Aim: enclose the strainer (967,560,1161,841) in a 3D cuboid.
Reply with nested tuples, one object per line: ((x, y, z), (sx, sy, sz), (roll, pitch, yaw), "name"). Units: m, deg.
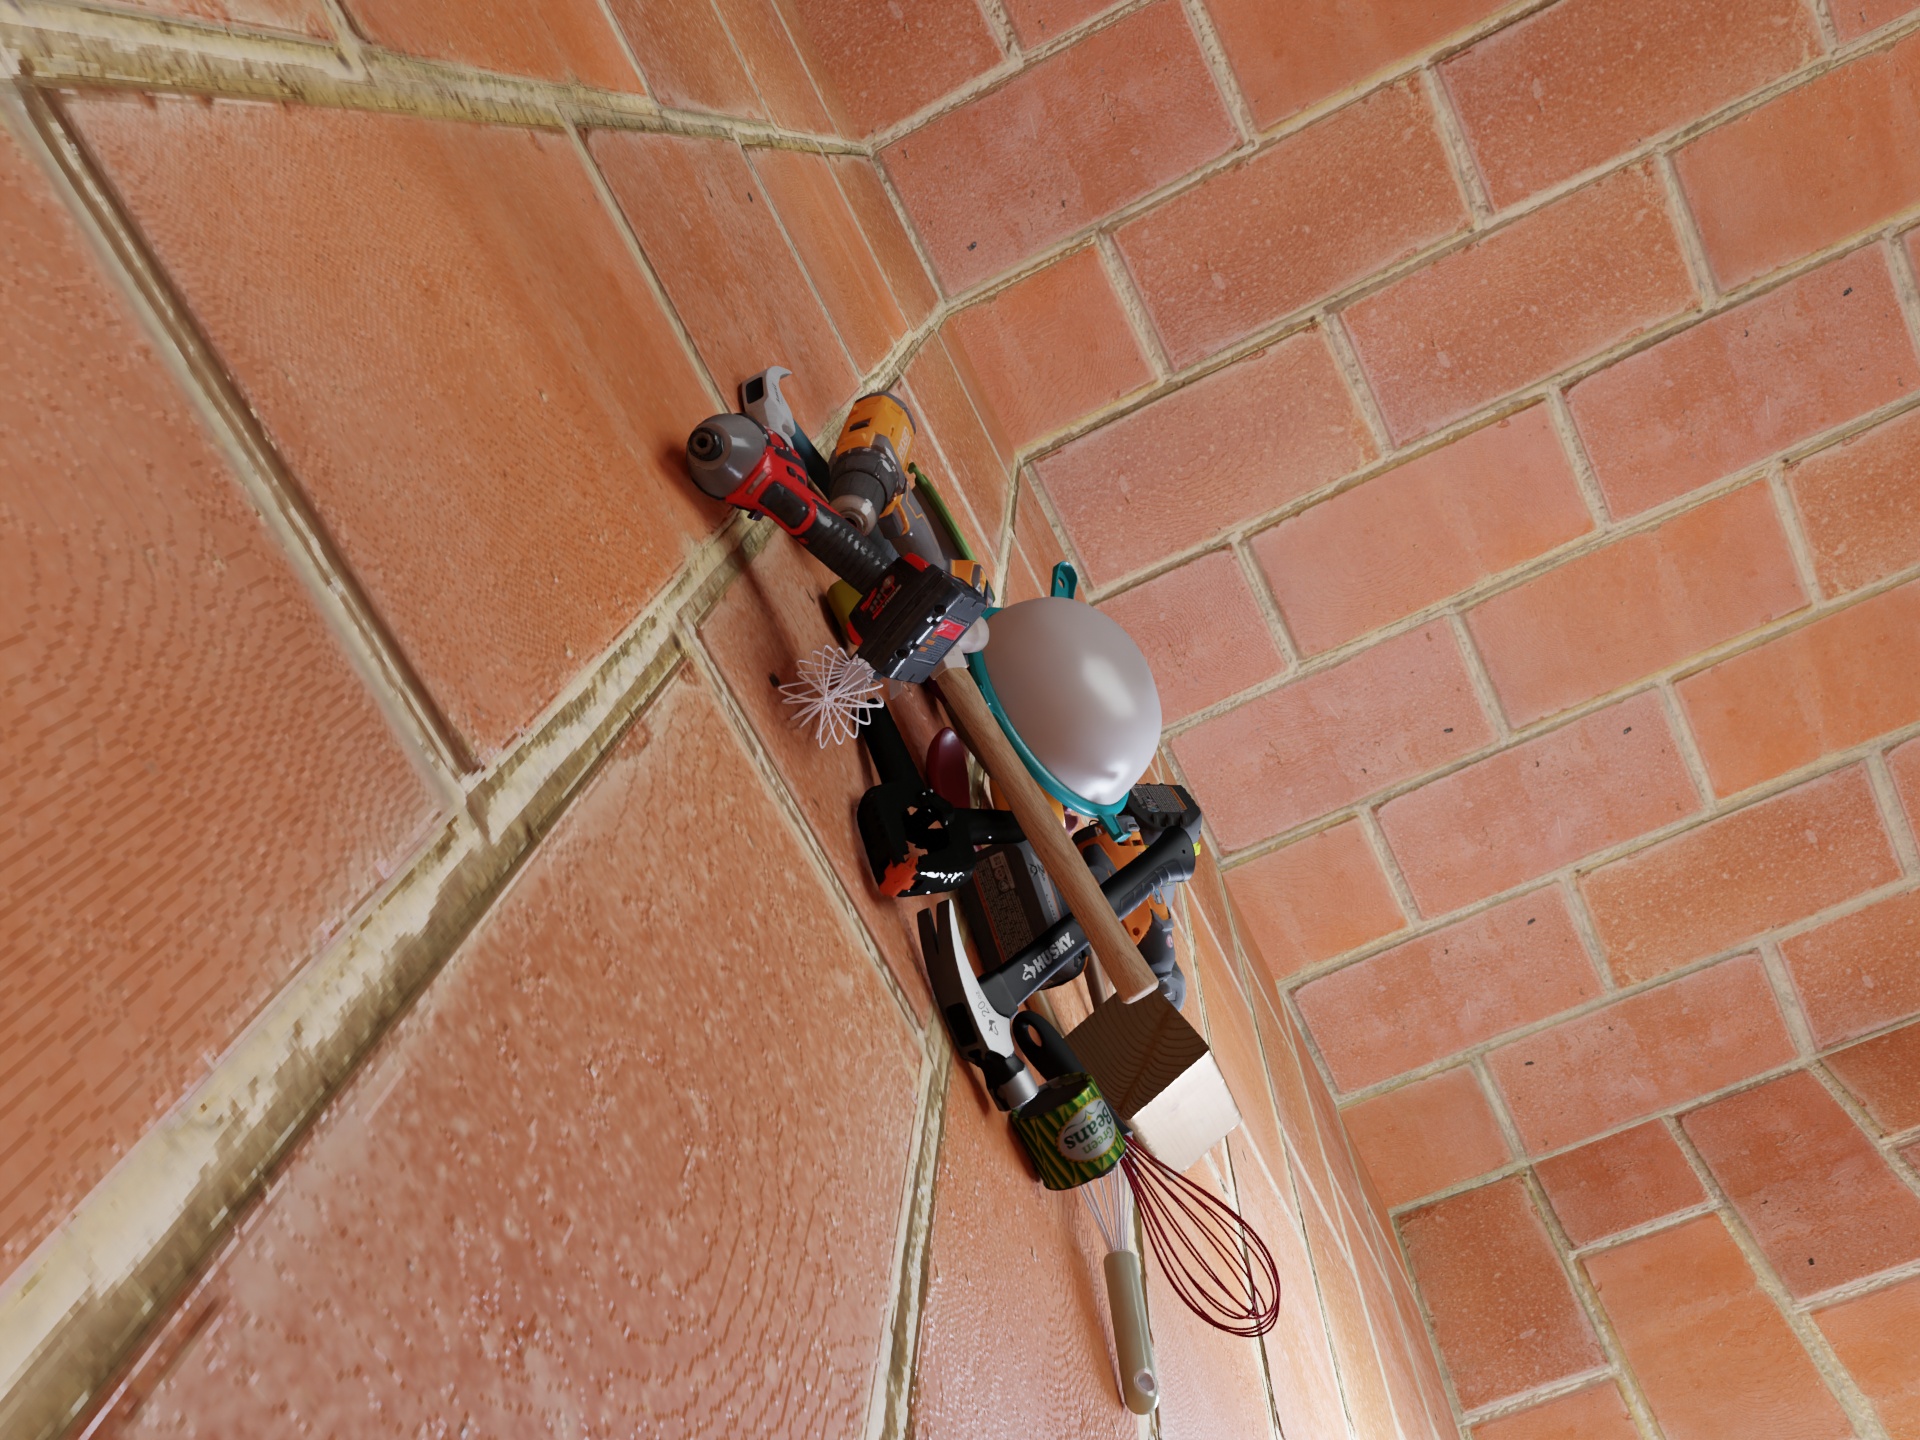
((0.113, -0.066, 1.407), (0.210, 0.095, 0.341), (44, 29, -23), "strainer")

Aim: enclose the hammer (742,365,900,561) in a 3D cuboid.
((-0.105, -0.196, 1.426), (0.330, 0.033, 0.128), (49, 21, -55), "hammer")

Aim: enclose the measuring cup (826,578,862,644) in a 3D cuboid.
((-0.080, -0.070, 1.323), (0.062, 0.029, 0.156), (63, -2, 21), "measuring cup")

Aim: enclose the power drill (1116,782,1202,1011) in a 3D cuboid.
((0.205, 0.188, 1.744), (0.191, 0.080, 0.228), (-108, -160, -73), "power drill")

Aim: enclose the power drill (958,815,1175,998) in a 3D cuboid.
((0.104, 0.167, 1.325), (0.226, 0.084, 0.164), (0, 67, -56), "power drill")

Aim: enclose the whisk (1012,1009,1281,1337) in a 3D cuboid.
((0.131, 0.327, 1.178), (0.296, 0.073, 0.073), (48, 2, 30), "whisk")

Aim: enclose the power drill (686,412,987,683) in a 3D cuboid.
((-0.094, -0.126, 1.080), (0.220, 0.078, 0.143), (42, 7, 10), "power drill")

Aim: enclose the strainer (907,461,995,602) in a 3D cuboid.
((-0.026, -0.164, 1.665), (0.151, 0.069, 0.256), (60, -1, 8), "strainer")

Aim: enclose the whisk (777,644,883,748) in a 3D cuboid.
((-0.080, -0.030, 1.152), (0.070, 0.070, 0.284), (64, 6, -5), "whisk")

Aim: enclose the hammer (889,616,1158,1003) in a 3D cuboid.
((0.047, 0.059, 1.177), (0.130, 0.031, 0.331), (-8, 63, -55), "hammer")

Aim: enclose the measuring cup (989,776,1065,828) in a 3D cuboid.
((0.056, 0.089, 1.551), (0.173, 0.052, 0.095), (112, -40, -71), "measuring cup")

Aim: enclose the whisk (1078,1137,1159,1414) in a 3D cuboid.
((0.116, 0.393, 1.182), (0.057, 0.059, 0.247), (13, 40, -17), "whisk")

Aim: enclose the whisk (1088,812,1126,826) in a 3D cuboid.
((0.147, 0.141, 1.696), (0.239, 0.055, 0.055), (106, -36, -73), "whisk")

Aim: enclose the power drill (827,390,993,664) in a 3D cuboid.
((-0.049, -0.146, 1.361), (0.185, 0.084, 0.226), (-79, 151, -53), "power drill")

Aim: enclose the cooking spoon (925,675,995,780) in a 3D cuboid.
((-0.002, -0.004, 1.373), (0.068, 0.017, 0.319), (57, 0, -20), "cooking spoon")

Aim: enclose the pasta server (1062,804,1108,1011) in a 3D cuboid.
((0.117, 0.179, 1.580), (0.040, 0.060, 0.316), (-43, -125, 55), "pasta server")

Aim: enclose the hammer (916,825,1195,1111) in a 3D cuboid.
((0.090, 0.151, 1.208), (0.335, 0.035, 0.146), (-29, 91, -50), "hammer")

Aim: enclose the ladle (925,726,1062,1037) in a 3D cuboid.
((0.034, 0.157, 1.337), (0.315, 0.031, 0.069), (68, 22, 4), "ladle")
